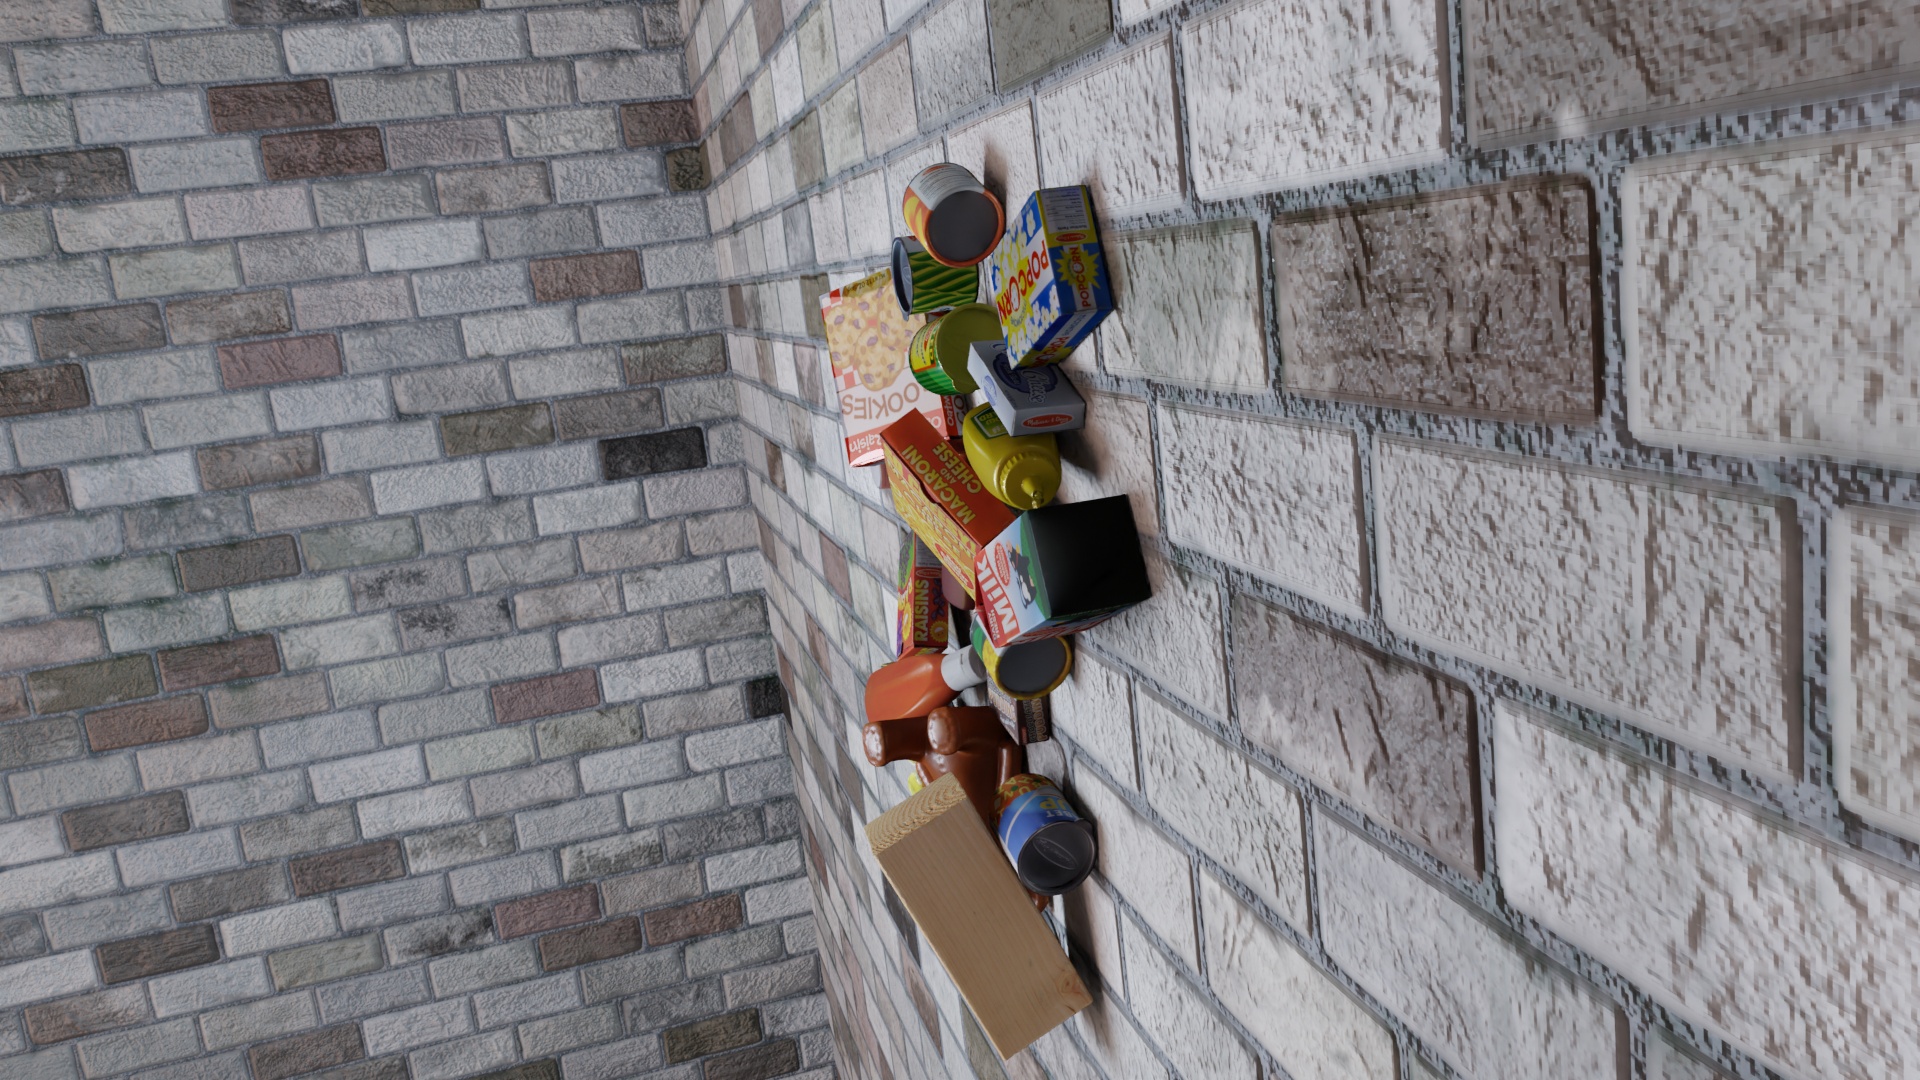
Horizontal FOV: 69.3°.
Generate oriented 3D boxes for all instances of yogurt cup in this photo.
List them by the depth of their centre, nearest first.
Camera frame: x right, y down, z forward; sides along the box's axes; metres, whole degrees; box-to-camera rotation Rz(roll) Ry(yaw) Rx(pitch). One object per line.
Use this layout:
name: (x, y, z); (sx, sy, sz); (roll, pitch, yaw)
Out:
yogurt cup: (-0.063, -0.084, 1.432); (0.072, 0.054, 0.072); (171, 89, -76)

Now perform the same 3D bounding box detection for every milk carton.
milk carton: (0.062, 0.029, 0.979); (0.190, 0.072, 0.073); (134, 125, -73)

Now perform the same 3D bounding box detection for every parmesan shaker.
parmesan shaker: (-0.001, -0.148, 1.111); (0.103, 0.071, 0.071); (-173, 74, -75)

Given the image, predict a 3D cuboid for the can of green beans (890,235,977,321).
can of green beans: (-0.022, -0.225, 1.168); (0.071, 0.058, 0.071); (172, 89, -76)

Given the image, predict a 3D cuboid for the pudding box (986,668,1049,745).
pudding box: (0.049, 0.134, 1.187); (0.084, 0.030, 0.049); (-135, 38, -66)

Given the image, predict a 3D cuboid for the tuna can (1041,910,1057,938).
tuna can: (0.067, 0.377, 1.270); (0.071, 0.033, 0.071); (172, 89, -76)

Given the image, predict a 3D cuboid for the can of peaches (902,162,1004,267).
can of peaches: (-0.005, -0.249, 1.071); (0.058, 0.071, 0.071); (-121, 26, -54)

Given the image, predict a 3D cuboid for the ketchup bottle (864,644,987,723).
ketchup bottle: (-0.030, 0.137, 1.331); (0.148, 0.043, 0.065); (-27, 54, 41)

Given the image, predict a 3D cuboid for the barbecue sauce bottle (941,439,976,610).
barbecue sauce bottle: (0.004, -0.015, 1.234); (0.065, 0.044, 0.147); (-128, 32, -59)

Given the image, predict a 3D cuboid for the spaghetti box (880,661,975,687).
spaghetti box: (-0.038, 0.144, 1.493); (0.249, 0.050, 0.028); (165, 94, -76)

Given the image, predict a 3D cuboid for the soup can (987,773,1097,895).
soup can: (0.066, 0.233, 1.117); (0.084, 0.071, 0.071); (-131, 34, -65)

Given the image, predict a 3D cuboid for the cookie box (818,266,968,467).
cookie box: (-0.062, -0.160, 1.271); (0.122, 0.040, 0.167); (-14, 85, 38)

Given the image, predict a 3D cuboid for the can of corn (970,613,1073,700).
can of corn: (0.049, 0.084, 1.083); (0.058, 0.071, 0.070); (-124, 28, -57)

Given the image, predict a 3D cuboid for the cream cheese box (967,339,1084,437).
cream cheese box: (0.046, -0.110, 0.988); (0.104, 0.053, 0.024); (-118, 27, -51)

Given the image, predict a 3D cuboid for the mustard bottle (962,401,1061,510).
mustard bottle: (0.042, -0.058, 0.984); (0.161, 0.065, 0.048); (-112, 8, -65)

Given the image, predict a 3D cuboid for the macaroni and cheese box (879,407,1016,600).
macaroni and cheese box: (-0.007, -0.020, 1.114); (0.124, 0.040, 0.166); (48, 169, 16)

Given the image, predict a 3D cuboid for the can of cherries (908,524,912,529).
can of cherries: (-0.021, -0.044, 1.284); (0.071, 0.058, 0.071); (172, 89, -76)

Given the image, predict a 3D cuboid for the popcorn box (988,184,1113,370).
popcorn box: (0.058, -0.173, 0.928); (0.126, 0.038, 0.085); (142, 117, -74)

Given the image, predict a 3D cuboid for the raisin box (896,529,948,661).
raisin box: (-0.038, 0.055, 1.397); (0.086, 0.040, 0.123); (132, 140, -69)
